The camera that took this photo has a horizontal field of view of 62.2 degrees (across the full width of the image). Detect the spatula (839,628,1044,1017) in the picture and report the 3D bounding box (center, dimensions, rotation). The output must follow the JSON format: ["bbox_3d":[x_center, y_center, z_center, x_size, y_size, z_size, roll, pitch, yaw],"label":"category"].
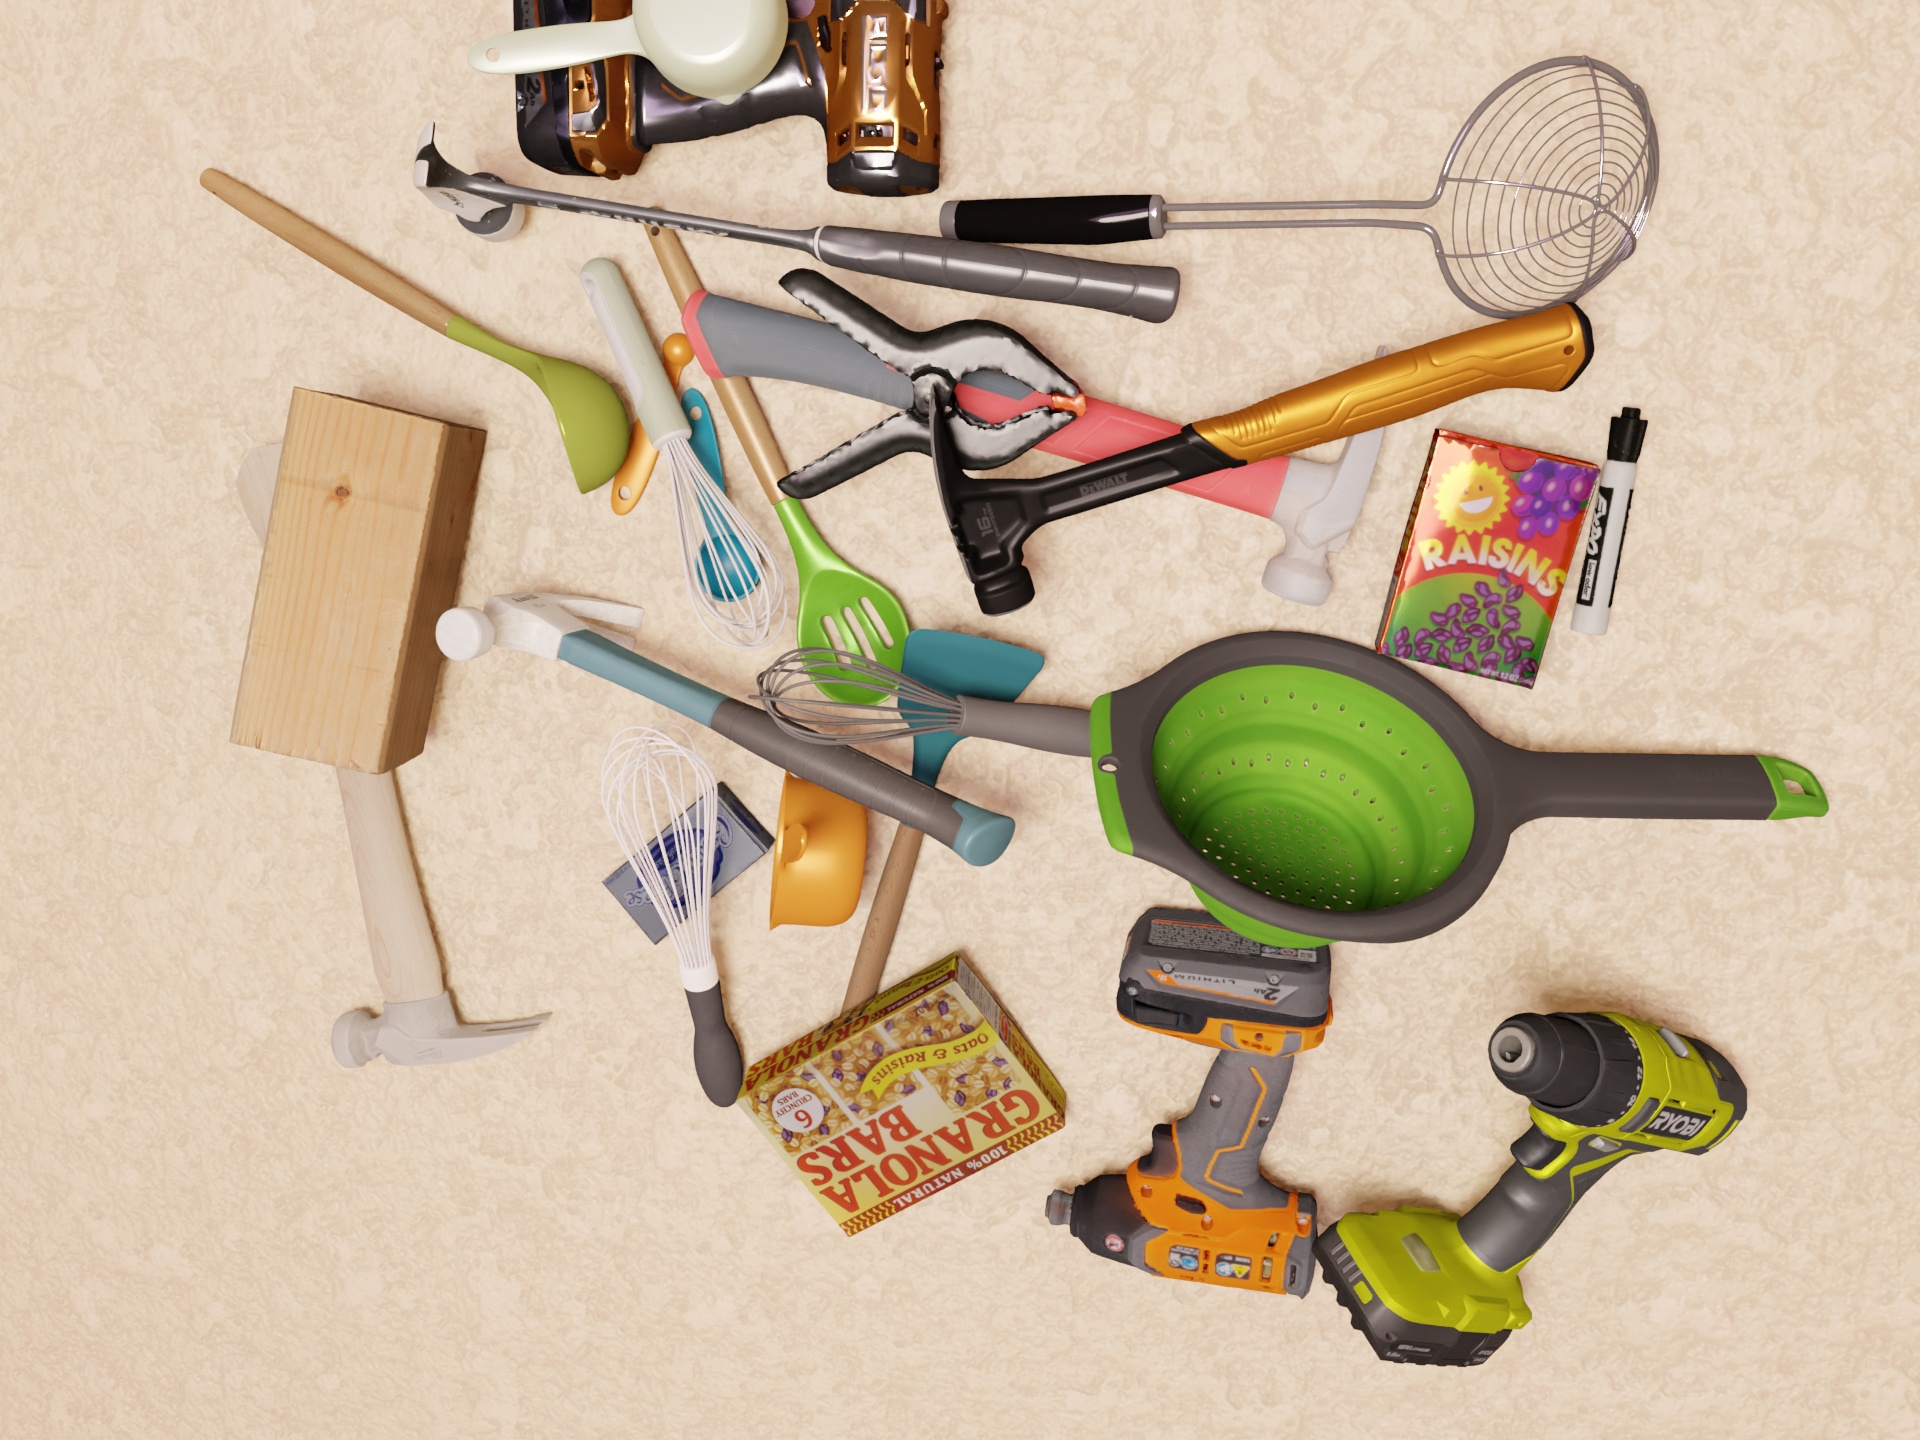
[{"bbox_3d":[-0.036,0.090,0.962,0.082,0.044,0.317,11,109,-17],"label":"spatula"}]

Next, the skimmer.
[{"bbox_3d":[0.171,-0.274,0.839,0.363,0.090,0.127,6,125,21],"label":"skimmer"}]

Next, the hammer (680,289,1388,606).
[{"bbox_3d":[0.036,-0.185,0.875,0.386,0.038,0.143,17,105,4],"label":"hammer"}]

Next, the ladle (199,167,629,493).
[{"bbox_3d":[-0.329,-0.237,0.940,0.320,0.078,0.062,32,72,7],"label":"ladle"}]

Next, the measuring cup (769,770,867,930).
[{"bbox_3d":[-0.076,0.074,0.905,0.052,0.173,0.095,6,82,-11],"label":"measuring cup"}]

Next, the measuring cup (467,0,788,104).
[{"bbox_3d":[-0.172,-0.350,0.802,0.167,0.038,0.083,-8,99,2],"label":"measuring cup"}]

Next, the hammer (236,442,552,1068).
[{"bbox_3d":[-0.376,0.026,1.021,0.146,0.038,0.410,-8,101,12],"label":"hammer"}]

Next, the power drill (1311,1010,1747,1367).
[{"bbox_3d":[0.302,0.250,0.873,0.190,0.080,0.228,19,116,-36],"label":"power drill"}]

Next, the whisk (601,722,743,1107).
[{"bbox_3d":[-0.164,0.127,0.967,0.070,0.070,0.284,0,120,12],"label":"whisk"}]

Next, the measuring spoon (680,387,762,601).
[{"bbox_3d":[-0.145,-0.134,0.949,0.042,0.021,0.128,-11,91,16],"label":"measuring spoon"}]

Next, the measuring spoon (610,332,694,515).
[{"bbox_3d":[-0.186,-0.175,0.946,0.021,0.011,0.117,26,107,5],"label":"measuring spoon"}]

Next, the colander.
[{"bbox_3d":[0.263,0.057,0.866,0.397,0.205,0.094,1,139,-4],"label":"colander"}]

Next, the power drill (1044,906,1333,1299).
[{"bbox_3d":[0.135,0.230,0.943,0.164,0.084,0.226,5,108,10],"label":"power drill"}]

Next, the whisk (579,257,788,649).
[{"bbox_3d":[-0.163,-0.154,0.913,0.058,0.059,0.246,-29,84,58],"label":"whisk"}]

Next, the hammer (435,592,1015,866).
[{"bbox_3d":[-0.124,0.002,0.902,0.331,0.128,0.033,24,108,12],"label":"hammer"}]

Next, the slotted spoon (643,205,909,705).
[{"bbox_3d":[-0.112,-0.153,0.930,0.070,0.031,0.313,-24,95,15],"label":"slotted spoon"}]

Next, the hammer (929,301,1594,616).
[{"bbox_3d":[0.152,-0.156,0.815,0.337,0.034,0.127,-16,122,7],"label":"hammer"}]

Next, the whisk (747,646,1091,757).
[{"bbox_3d":[-0.002,-0.002,0.888,0.238,0.055,0.055,8,107,-22],"label":"whisk"}]

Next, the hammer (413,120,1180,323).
[{"bbox_3d":[-0.088,-0.257,0.841,0.409,0.149,0.036,9,96,2],"label":"hammer"}]

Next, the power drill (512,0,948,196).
[{"bbox_3d":[-0.119,-0.379,0.852,0.226,0.084,0.185,3,101,7],"label":"power drill"}]
